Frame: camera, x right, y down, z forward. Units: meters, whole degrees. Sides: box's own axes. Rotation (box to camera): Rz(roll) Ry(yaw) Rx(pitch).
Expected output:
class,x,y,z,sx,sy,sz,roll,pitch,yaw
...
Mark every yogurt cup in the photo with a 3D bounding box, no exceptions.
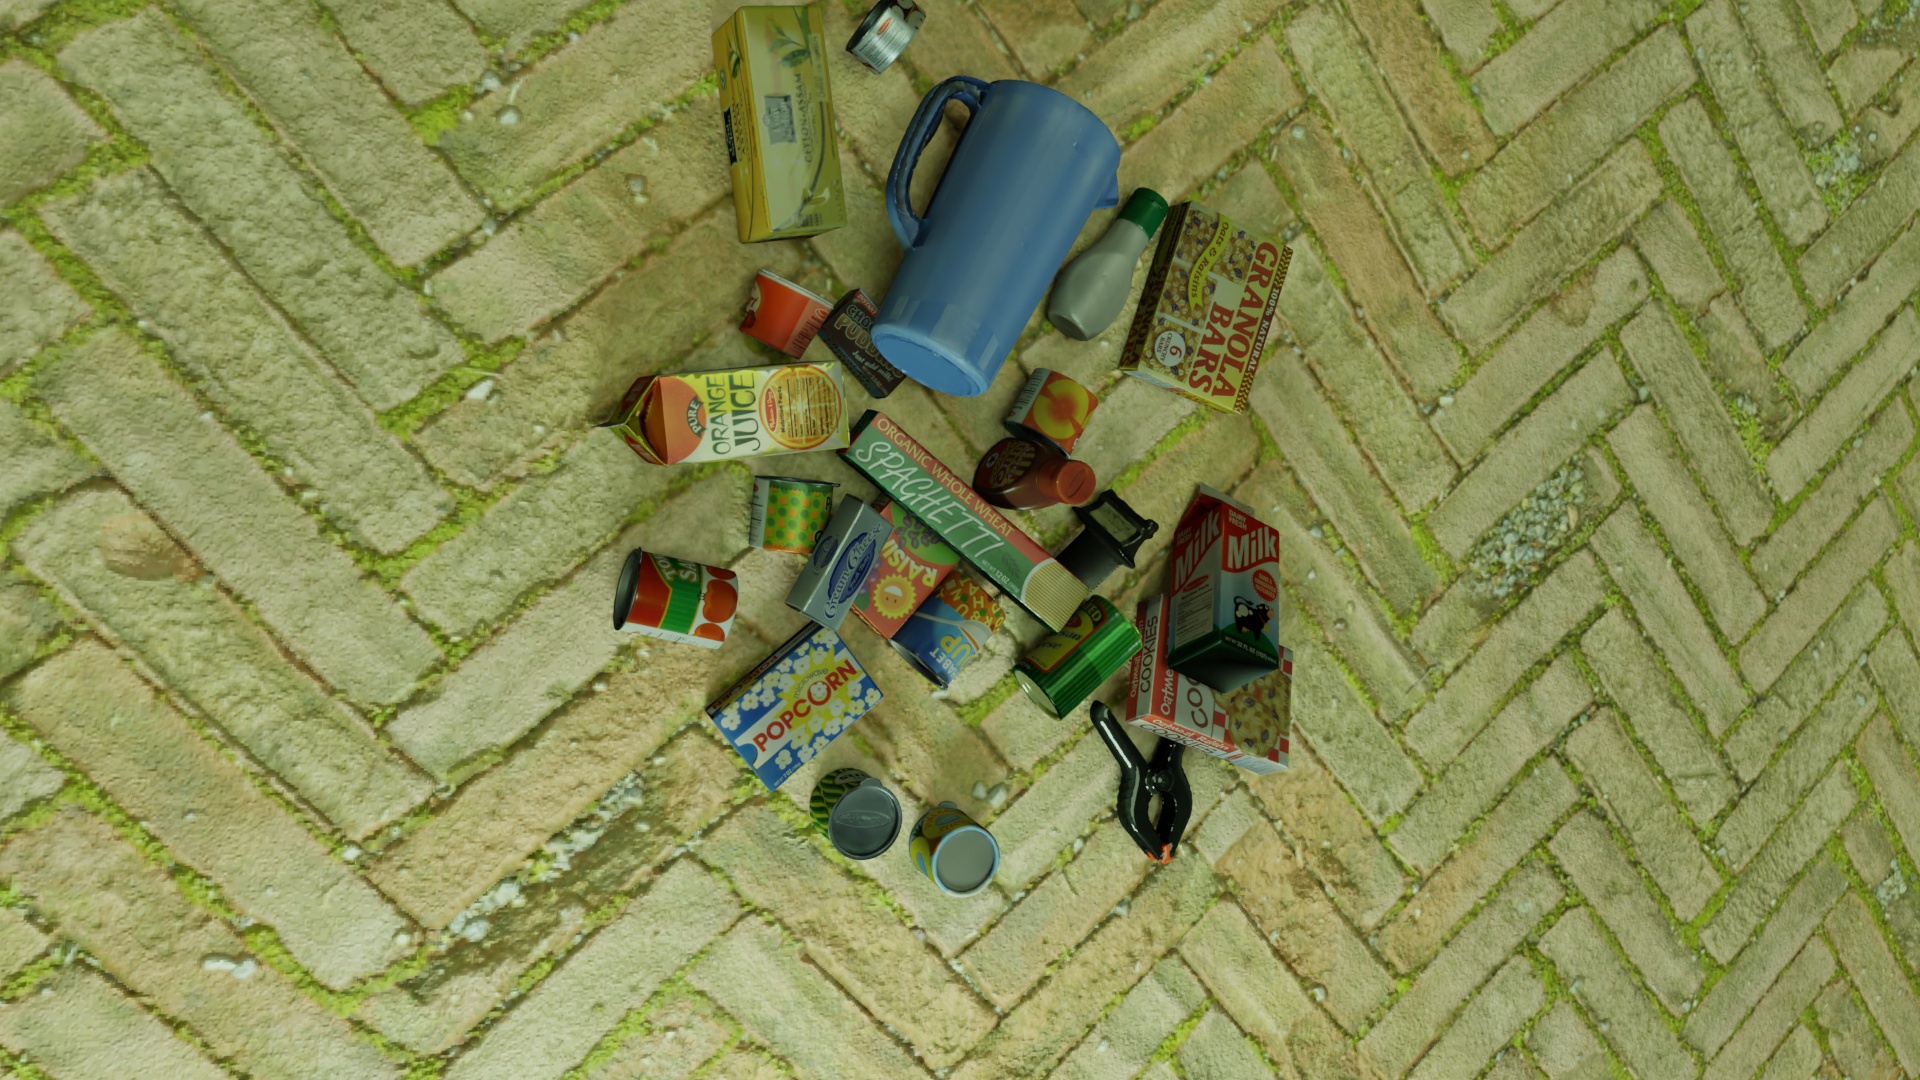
class,x,y,z,sx,sy,sz,roll,pitch,yaw
yogurt cup,-0.144,-0.182,1.128,0.072,0.072,0.054,24,94,-24

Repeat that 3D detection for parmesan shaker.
class,x,y,z,sx,sy,sz,roll,pitch,yaw
parmesan shaker,0.107,0.107,1.260,0.103,0.071,0.071,-40,109,-15

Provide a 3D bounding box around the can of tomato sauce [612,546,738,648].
class,x,y,z,sx,sy,sz,roll,pitch,yaw
can of tomato sauce,-0.227,0.046,1.112,0.083,0.071,0.071,14,90,-25

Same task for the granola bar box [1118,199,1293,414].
class,x,y,z,sx,sy,sz,roll,pitch,yaw
granola bar box,0.230,-0.216,1.300,0.124,0.039,0.165,19,87,-23

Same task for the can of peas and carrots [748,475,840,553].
class,x,y,z,sx,sy,sz,roll,pitch,yaw
can of peas and carrots,-0.137,-0.022,1.144,0.071,0.071,0.058,4,95,-24

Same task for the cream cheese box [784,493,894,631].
class,x,y,z,sx,sy,sz,roll,pitch,yaw
cream cheese box,-0.097,0.019,1.133,0.104,0.024,0.053,-61,145,-8

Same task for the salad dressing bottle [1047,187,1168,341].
class,x,y,z,sx,sy,sz,roll,pitch,yaw
salad dressing bottle,0.136,-0.250,1.254,0.064,0.044,0.148,38,79,-20

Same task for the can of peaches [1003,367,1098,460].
class,x,y,z,sx,sy,sz,roll,pitch,yaw
can of peaches,0.083,-0.111,1.231,0.071,0.071,0.058,32,82,-23

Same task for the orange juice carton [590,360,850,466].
class,x,y,z,sx,sy,sz,roll,pitch,yaw
orange juice carton,-0.192,-0.101,1.109,0.193,0.072,0.073,-8,99,-23

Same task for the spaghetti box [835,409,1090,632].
class,x,y,z,sx,sy,sz,roll,pitch,yaw
spaghetti box,0.004,-0.015,1.179,0.250,0.028,0.050,40,80,-17

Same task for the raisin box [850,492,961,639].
class,x,y,z,sx,sy,sz,roll,pitch,yaw
raisin box,-0.056,0.011,1.198,0.086,0.040,0.123,46,76,-20

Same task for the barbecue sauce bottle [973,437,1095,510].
class,x,y,z,sx,sy,sz,roll,pitch,yaw
barbecue sauce bottle,0.065,-0.054,1.184,0.043,0.148,0.065,37,81,-23

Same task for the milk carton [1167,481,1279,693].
class,x,y,z,sx,sy,sz,roll,pitch,yaw
milk carton,0.246,0.036,1.290,0.072,0.073,0.191,25,54,-24

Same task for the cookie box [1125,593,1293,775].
class,x,y,z,sx,sy,sz,roll,pitch,yaw
cookie box,0.237,0.137,1.313,0.167,0.040,0.123,23,60,-24

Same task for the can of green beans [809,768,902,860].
class,x,y,z,sx,sy,sz,roll,pitch,yaw
can of green beans,-0.091,0.234,1.194,0.071,0.058,0.071,-3,97,-23

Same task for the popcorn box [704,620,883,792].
class,x,y,z,sx,sy,sz,roll,pitch,yaw
popcorn box,-0.140,0.137,1.175,0.127,0.038,0.085,-40,110,-15

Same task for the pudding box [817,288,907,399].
class,x,y,z,sx,sy,sz,roll,pitch,yaw
pudding box,-0.078,-0.166,1.176,0.050,0.030,0.083,-47,111,-14

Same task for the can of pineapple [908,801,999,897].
class,x,y,z,sx,sy,sz,roll,pitch,yaw
can of pineapple,-0.006,0.275,1.236,0.071,0.058,0.071,-2,96,-23

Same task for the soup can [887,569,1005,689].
class,x,y,z,sx,sy,sz,roll,pitch,yaw
soup can,-0.009,0.078,1.208,0.084,0.071,0.071,-48,111,-12

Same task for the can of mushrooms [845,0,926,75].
class,x,y,z,sx,sy,sz,roll,pitch,yaw
can of mushrooms,-0.061,-0.419,1.140,0.033,0.071,0.071,36,81,-22
